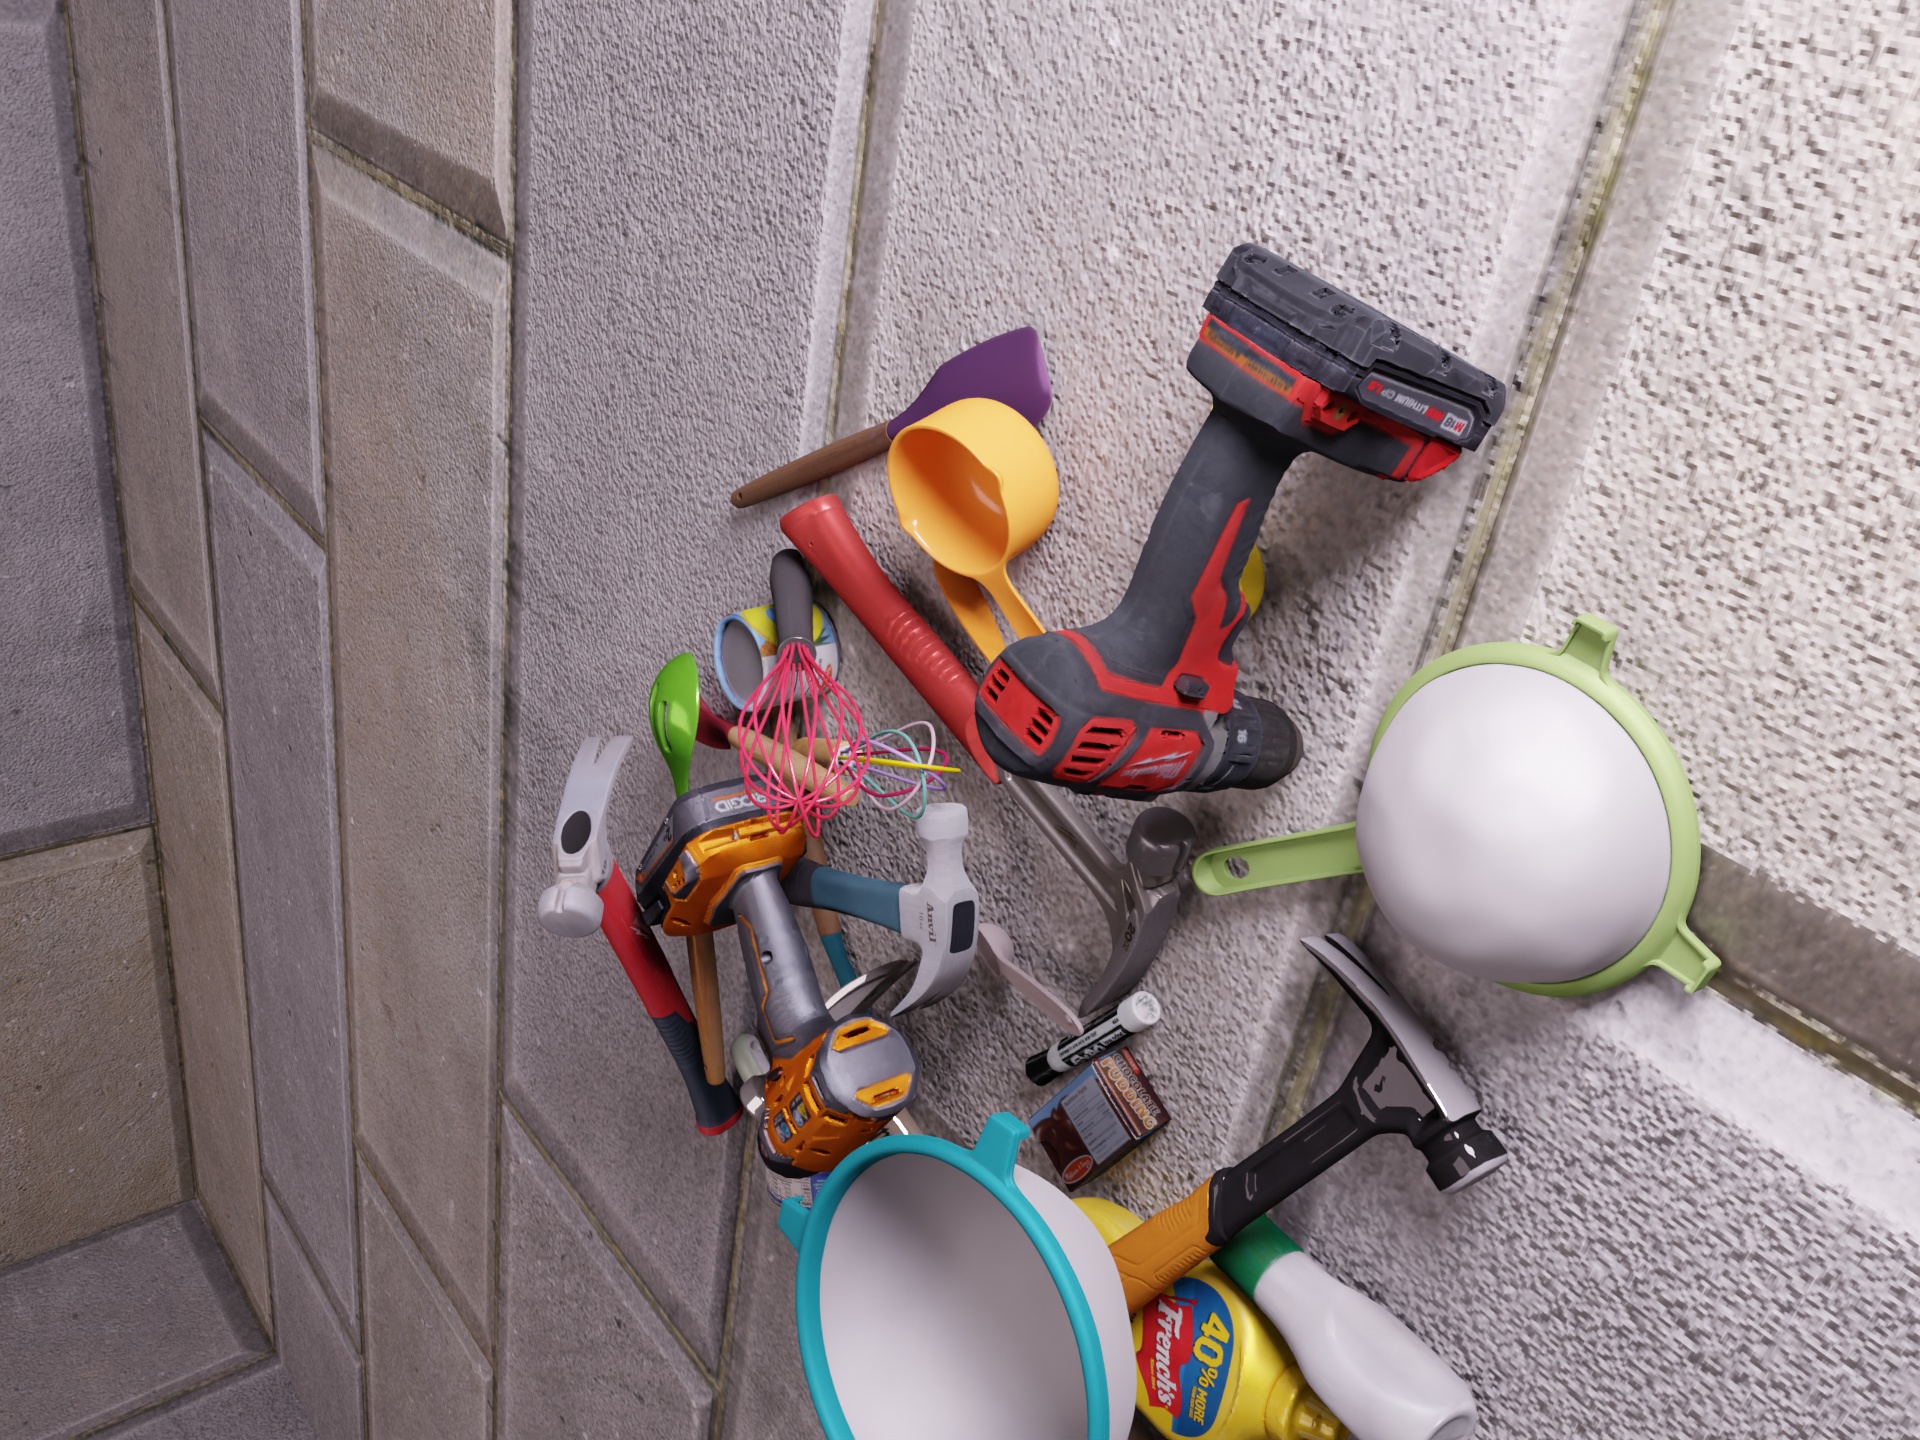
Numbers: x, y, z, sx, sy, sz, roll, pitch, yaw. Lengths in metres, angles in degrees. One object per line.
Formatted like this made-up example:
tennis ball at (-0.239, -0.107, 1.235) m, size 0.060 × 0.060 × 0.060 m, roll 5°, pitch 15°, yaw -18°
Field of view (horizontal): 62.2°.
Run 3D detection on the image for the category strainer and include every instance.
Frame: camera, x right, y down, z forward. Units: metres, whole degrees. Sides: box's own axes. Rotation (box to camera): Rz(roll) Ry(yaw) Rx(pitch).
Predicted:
strainer at (0.180, 0.057, 0.685) m, size 0.256 × 0.069 × 0.151 m, roll -18°, pitch 88°, yaw 51°
strainer at (0.039, 0.363, 0.780) m, size 0.211 × 0.095 × 0.341 m, roll -34°, pitch 70°, yaw 40°

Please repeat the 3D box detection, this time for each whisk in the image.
whisk at (-0.109, 0.333, 1.165) m, size 0.059 × 0.057 × 0.247 m, roll -41°, pitch 62°, yaw 12°
whisk at (-0.058, 0.026, 0.960) m, size 0.245 × 0.047 × 0.051 m, roll 3°, pitch 114°, yaw 69°
whisk at (-0.094, -0.029, 0.919) m, size 0.296 × 0.073 × 0.073 m, roll -103°, pitch 21°, yaw -58°

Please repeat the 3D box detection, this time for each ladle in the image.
ladle at (-0.134, 0.016, 1.032) m, size 0.069 × 0.031 × 0.316 m, roll 54°, pitch 164°, yaw -26°

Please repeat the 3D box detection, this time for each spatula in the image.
spatula at (-0.103, 0.123, 1.083) m, size 0.082 × 0.044 × 0.317 m, roll -12°, pitch 92°, yaw 55°
spatula at (-0.052, -0.163, 0.945) m, size 0.316 × 0.018 × 0.060 m, roll -9°, pitch 96°, yaw 51°

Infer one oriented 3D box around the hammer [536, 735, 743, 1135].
hammer at (-0.212, 0.177, 1.129) m, size 0.385 × 0.038 × 0.143 m, roll 79°, pitch -169°, yaw -50°

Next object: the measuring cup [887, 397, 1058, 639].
measuring cup at (0.032, -0.091, 0.846) m, size 0.173 × 0.052 × 0.095 m, roll 57°, pitch 148°, yaw -10°

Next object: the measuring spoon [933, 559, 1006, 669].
measuring spoon at (0.009, -0.061, 0.880) m, size 0.011 × 0.021 × 0.117 m, roll 93°, pitch 158°, yaw -46°

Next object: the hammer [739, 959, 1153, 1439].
hammer at (0.033, 0.337, 0.966) m, size 0.146 × 0.038 × 0.411 m, roll -45°, pitch 69°, yaw 10°

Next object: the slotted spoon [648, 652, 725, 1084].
slotted spoon at (-0.184, 0.108, 1.096) m, size 0.070 × 0.031 × 0.313 m, roll 24°, pitch 121°, yaw 60°

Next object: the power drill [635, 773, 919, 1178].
power drill at (-0.119, 0.166, 0.973) m, size 0.227 × 0.084 × 0.164 m, roll 61°, pitch 141°, yaw 22°

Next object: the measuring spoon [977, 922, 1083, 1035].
measuring spoon at (0.042, 0.147, 0.911) m, size 0.124 × 0.018 × 0.034 m, roll 32°, pitch 145°, yaw 58°

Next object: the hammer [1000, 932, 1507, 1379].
hammer at (0.111, 0.247, 0.796) m, size 0.336 × 0.034 × 0.127 m, roll -49°, pitch 58°, yaw 32°

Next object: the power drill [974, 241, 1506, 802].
power drill at (0.124, -0.061, 0.662) m, size 0.080 × 0.187 × 0.226 m, roll 47°, pitch 116°, yaw 38°

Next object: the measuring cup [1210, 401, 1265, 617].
measuring cup at (0.127, -0.114, 0.739) m, size 0.062 × 0.029 × 0.156 m, roll 25°, pitch 109°, yaw 45°

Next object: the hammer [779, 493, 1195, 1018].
hammer at (-0.001, -0.003, 0.914) m, size 0.359 × 0.036 × 0.149 m, roll 50°, pitch 143°, yaw 31°

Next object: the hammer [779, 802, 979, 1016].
hammer at (-0.095, 0.104, 1.023) m, size 0.331 × 0.033 × 0.128 m, roll 5°, pitch 101°, yaw 54°
